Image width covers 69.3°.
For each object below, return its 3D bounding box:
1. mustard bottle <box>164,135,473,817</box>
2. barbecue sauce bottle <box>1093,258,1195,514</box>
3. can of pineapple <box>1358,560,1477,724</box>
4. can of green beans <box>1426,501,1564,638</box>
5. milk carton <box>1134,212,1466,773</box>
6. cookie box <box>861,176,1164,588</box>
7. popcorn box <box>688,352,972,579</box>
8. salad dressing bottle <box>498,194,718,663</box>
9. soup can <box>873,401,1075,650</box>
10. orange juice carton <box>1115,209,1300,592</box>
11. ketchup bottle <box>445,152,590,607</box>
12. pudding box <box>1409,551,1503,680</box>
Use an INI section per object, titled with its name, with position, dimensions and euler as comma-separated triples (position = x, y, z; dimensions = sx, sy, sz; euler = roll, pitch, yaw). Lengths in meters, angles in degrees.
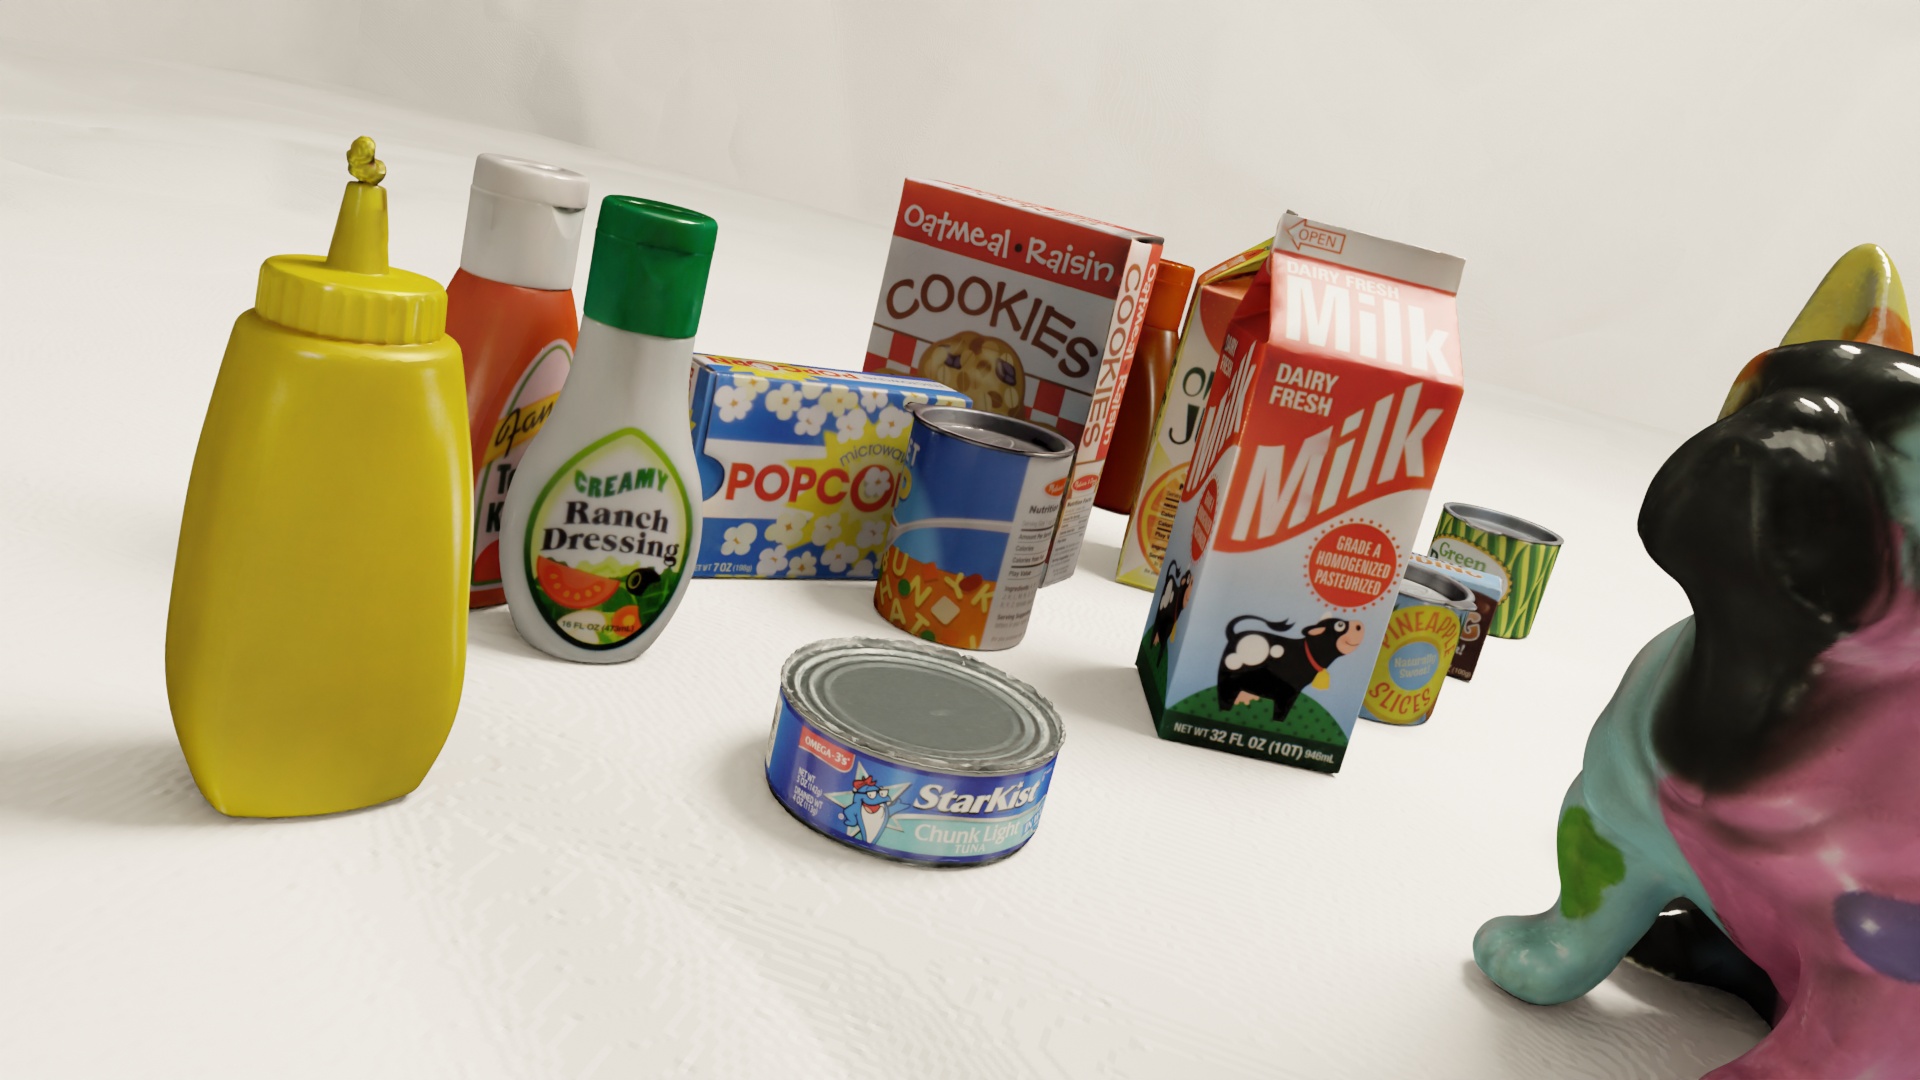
[mustard bottle]
position = -0.146, -0.015, 0.328
dimensions = 0.065, 0.159, 0.049
euler = 1, 20, -40
[barbecue sauce bottle]
position = 0.102, -0.094, 0.827
dimensions = 0.065, 0.148, 0.044
euler = 25, 19, 34
[can of pineapple]
position = 0.181, 0.041, 0.600
dimensions = 0.071, 0.057, 0.071
euler = 13, 16, -4
[can of green beans]
position = 0.294, 0.016, 0.778
dimensions = 0.071, 0.057, 0.071
euler = 13, 16, -4
[milk carton]
position = 0.126, -0.019, 0.517
dimensions = 0.072, 0.190, 0.073
euler = 13, 15, -4
[cookie box]
position = 0.015, -0.078, 0.665
dimensions = 0.123, 0.167, 0.040
euler = 21, 17, 25
[popcorn box]
position = -0.062, -0.029, 0.584
dimensions = 0.127, 0.085, 0.038
euler = 2, 19, -36
[salad dressing bottle]
position = -0.111, -0.035, 0.451
dimensions = 0.064, 0.147, 0.044
euler = 7, 17, -25
[soup can]
position = 0.002, -0.007, 0.565
dimensions = 0.071, 0.083, 0.071
euler = 13, 16, -4
[orange juice carton]
position = 0.137, -0.068, 0.688
dimensions = 0.073, 0.192, 0.072
euler = 15, 15, 6
[ketchup bottle]
position = -0.157, -0.054, 0.473
dimensions = 0.043, 0.148, 0.065
euler = 19, 16, 16
[pudding box]
position = 0.217, 0.030, 0.680
dimensions = 0.084, 0.049, 0.030
euler = 19, 16, 16
